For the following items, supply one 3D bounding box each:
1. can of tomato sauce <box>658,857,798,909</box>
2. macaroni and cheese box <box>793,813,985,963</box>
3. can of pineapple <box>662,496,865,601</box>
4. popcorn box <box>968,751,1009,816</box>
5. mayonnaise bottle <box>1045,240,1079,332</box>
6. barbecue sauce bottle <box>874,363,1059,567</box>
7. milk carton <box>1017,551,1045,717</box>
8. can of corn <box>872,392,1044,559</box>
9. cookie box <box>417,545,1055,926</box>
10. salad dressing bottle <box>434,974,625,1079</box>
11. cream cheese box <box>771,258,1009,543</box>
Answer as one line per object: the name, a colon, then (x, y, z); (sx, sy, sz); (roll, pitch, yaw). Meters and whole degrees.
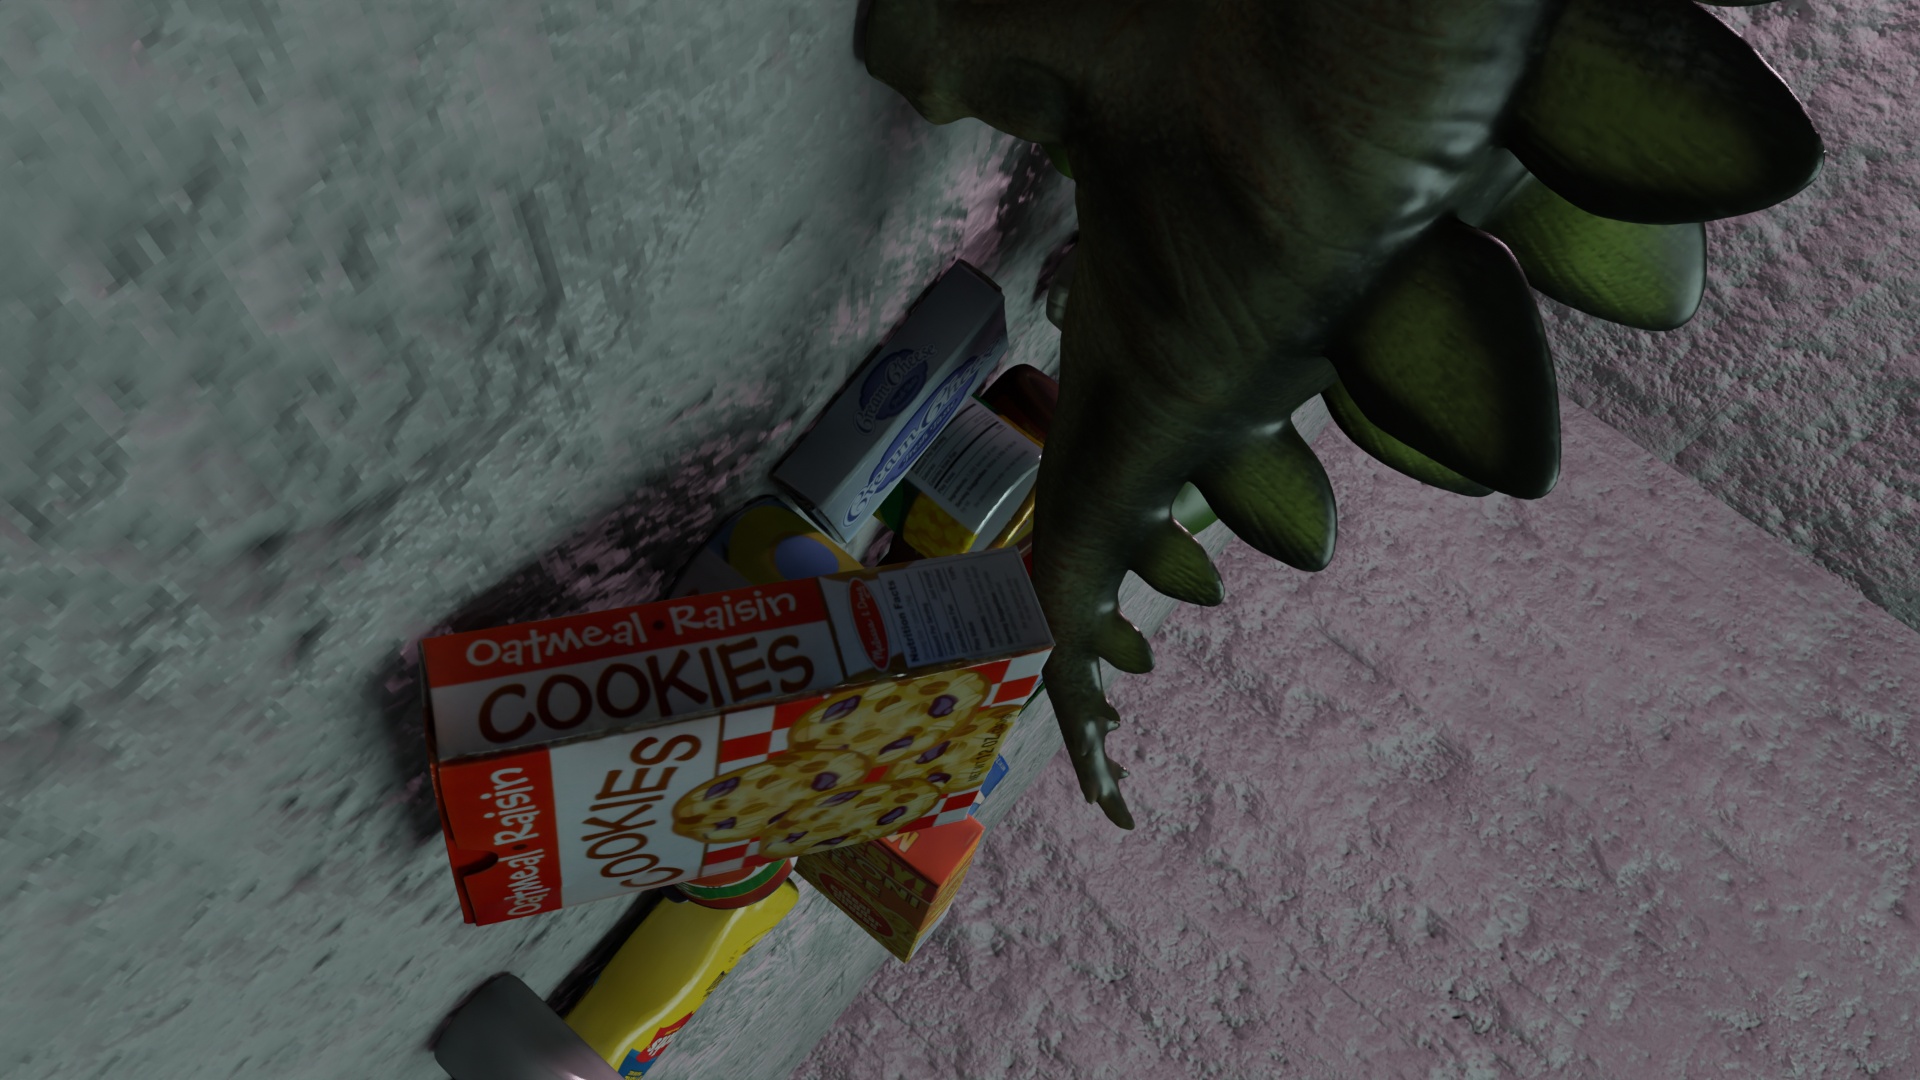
can of tomato sauce: (-0.104, 0.116, 0.587); (0.071, 0.071, 0.082); (-47, 166, -20)
macaroni and cheese box: (-0.056, 0.146, 0.704); (0.040, 0.124, 0.165); (-47, 167, -26)
can of pineapple: (-0.063, 0.027, 0.493); (0.071, 0.058, 0.070); (-49, 168, -15)
popcorn box: (-0.028, 0.128, 0.833); (0.085, 0.038, 0.126); (-48, 137, -20)
mayonnaise bottle: (0.101, -0.139, 0.621); (0.149, 0.065, 0.041); (-50, 165, -27)
barbecue sauce bottle: (0.002, -0.008, 0.635); (0.148, 0.065, 0.044); (-48, 179, 26)
milk carton: (0.040, 0.035, 0.864); (0.073, 0.073, 0.189); (-40, 162, -44)
can of corn: (-0.003, -0.025, 0.565); (0.071, 0.058, 0.071); (-48, 167, -15)
cookie box: (-0.068, 0.062, 0.418); (0.168, 0.040, 0.122); (-9, 149, -19)
salad dressing bottle: (-0.153, 0.247, 0.581); (0.044, 0.148, 0.064); (-49, 167, -12)
cream cheese box: (-0.022, -0.049, 0.506); (0.104, 0.024, 0.053); (-50, 167, -8)
